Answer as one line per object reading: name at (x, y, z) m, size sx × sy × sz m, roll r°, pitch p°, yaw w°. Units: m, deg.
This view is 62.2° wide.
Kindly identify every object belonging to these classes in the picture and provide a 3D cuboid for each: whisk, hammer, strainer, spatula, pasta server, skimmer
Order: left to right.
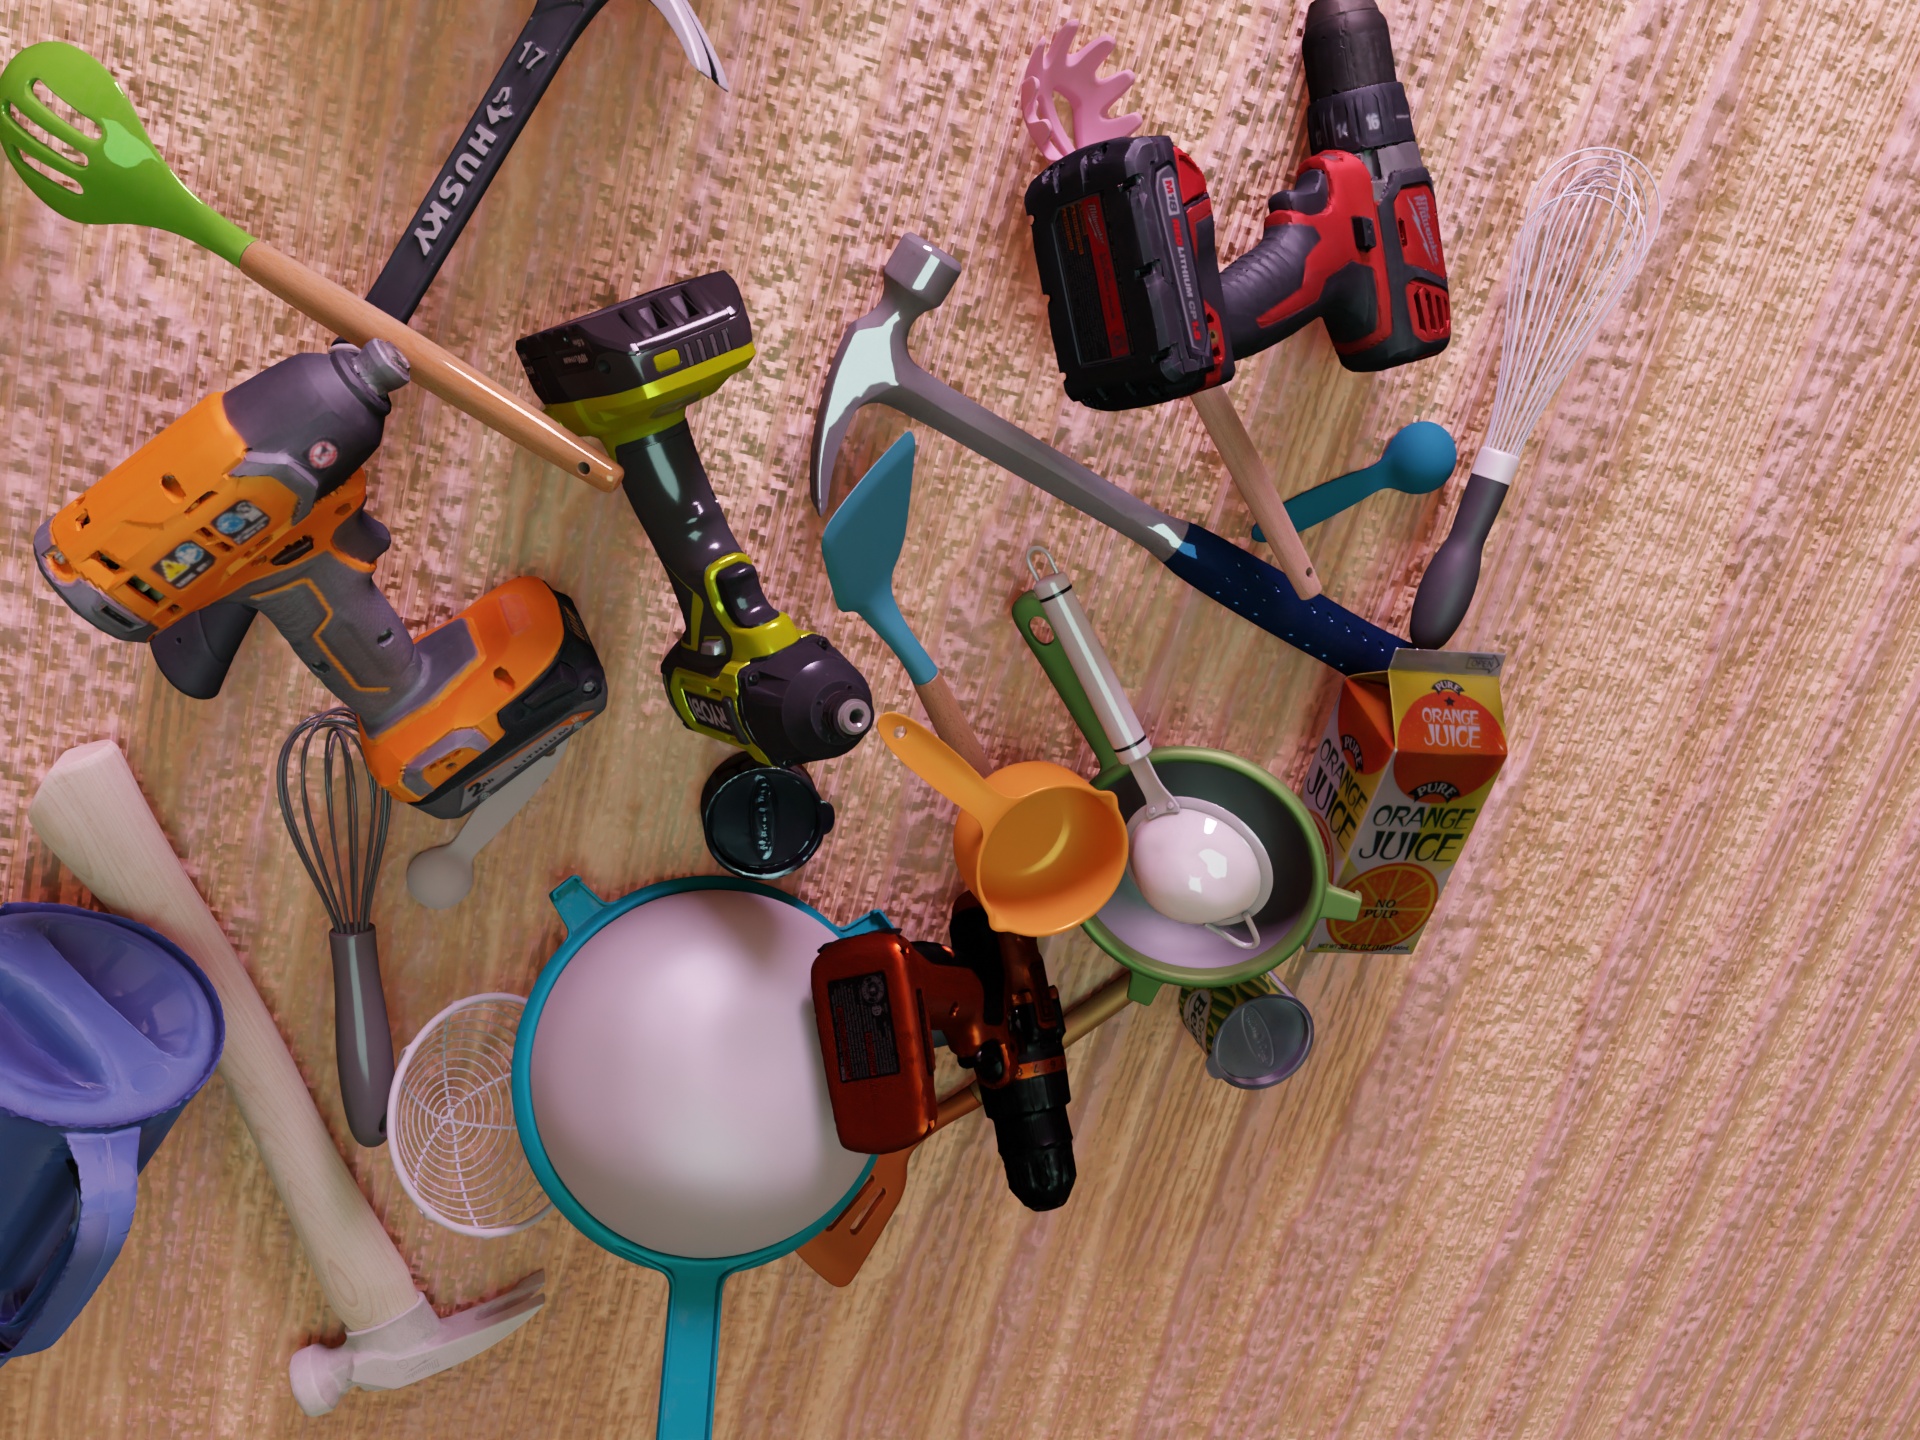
hammer at (-0.363, 0.193, 0.852) m, size 0.146 × 0.038 × 0.410 m, roll -21°, pitch 113°, yaw -8°
whisk at (-0.312, 0.110, 0.815) m, size 0.055 × 0.055 × 0.239 m, roll -4°, pitch 104°, yaw -13°
hammer at (-0.257, -0.179, 0.721) m, size 0.149 × 0.036 × 0.409 m, roll 38°, pitch 103°, yaw 10°
strainer at (-0.121, 0.239, 0.804) m, size 0.211 × 0.095 × 0.341 m, roll 9°, pitch 70°, yaw -21°
skimmer at (-0.125, 0.194, 0.885) m, size 0.363 × 0.090 × 0.127 m, roll -8°, pitch 83°, yaw -14°
spatula at (-0.001, -0.003, 0.847) m, size 0.082 × 0.044 × 0.317 m, roll -55°, pitch 134°, yaw -33°
spatula at (0.032, 0.218, 0.964) m, size 0.322 × 0.041 × 0.081 m, roll -35°, pitch 114°, yaw -2°
strainer at (0.094, 0.024, 0.850) m, size 0.087 × 0.050 × 0.258 m, roll -20°, pitch 102°, yaw 37°
strainer at (0.108, 0.030, 0.908) m, size 0.151 × 0.069 × 0.256 m, roll -28°, pitch 100°, yaw 24°
hammer at (0.104, -0.098, 0.866) m, size 0.405 × 0.035 × 0.144 m, roll 26°, pitch 107°, yaw -23°
pasta server at (0.115, -0.198, 0.813) m, size 0.060 × 0.040 × 0.316 m, roll -38°, pitch 107°, yaw -23°
whisk at (0.308, -0.171, 0.875) m, size 0.070 × 0.070 × 0.284 m, roll 13°, pitch 103°, yaw -19°

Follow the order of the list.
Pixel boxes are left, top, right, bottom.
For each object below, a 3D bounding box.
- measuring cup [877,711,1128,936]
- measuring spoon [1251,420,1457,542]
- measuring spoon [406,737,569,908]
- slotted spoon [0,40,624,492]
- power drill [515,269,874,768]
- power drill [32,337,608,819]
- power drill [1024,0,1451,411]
measuring cup at (0.012, 0.041, 0.832) m, size 0.173 × 0.052 × 0.095 m, roll 41°, pitch 91°, yaw -28°
measuring spoon at (0.225, -0.128, 0.898) m, size 0.128 × 0.021 × 0.042 m, roll -25°, pitch 114°, yaw -3°
measuring spoon at (-0.247, 0.052, 0.840) m, size 0.034 × 0.018 × 0.124 m, roll 38°, pitch 96°, yaw -23°
slotted spoon at (-0.280, -0.186, 0.679) m, size 0.313 × 0.031 × 0.070 m, roll 32°, pitch 115°, yaw -3°
power drill at (-0.115, -0.087, 0.744) m, size 0.080 × 0.171 × 0.223 m, roll -29°, pitch 111°, yaw -24°
power drill at (-0.259, -0.062, 0.712) m, size 0.164 × 0.084 × 0.226 m, roll -37°, pitch 141°, yaw 4°
power drill at (0.145, -0.252, 0.771) m, size 0.226 × 0.080 × 0.188 m, roll -20°, pitch 103°, yaw -32°
